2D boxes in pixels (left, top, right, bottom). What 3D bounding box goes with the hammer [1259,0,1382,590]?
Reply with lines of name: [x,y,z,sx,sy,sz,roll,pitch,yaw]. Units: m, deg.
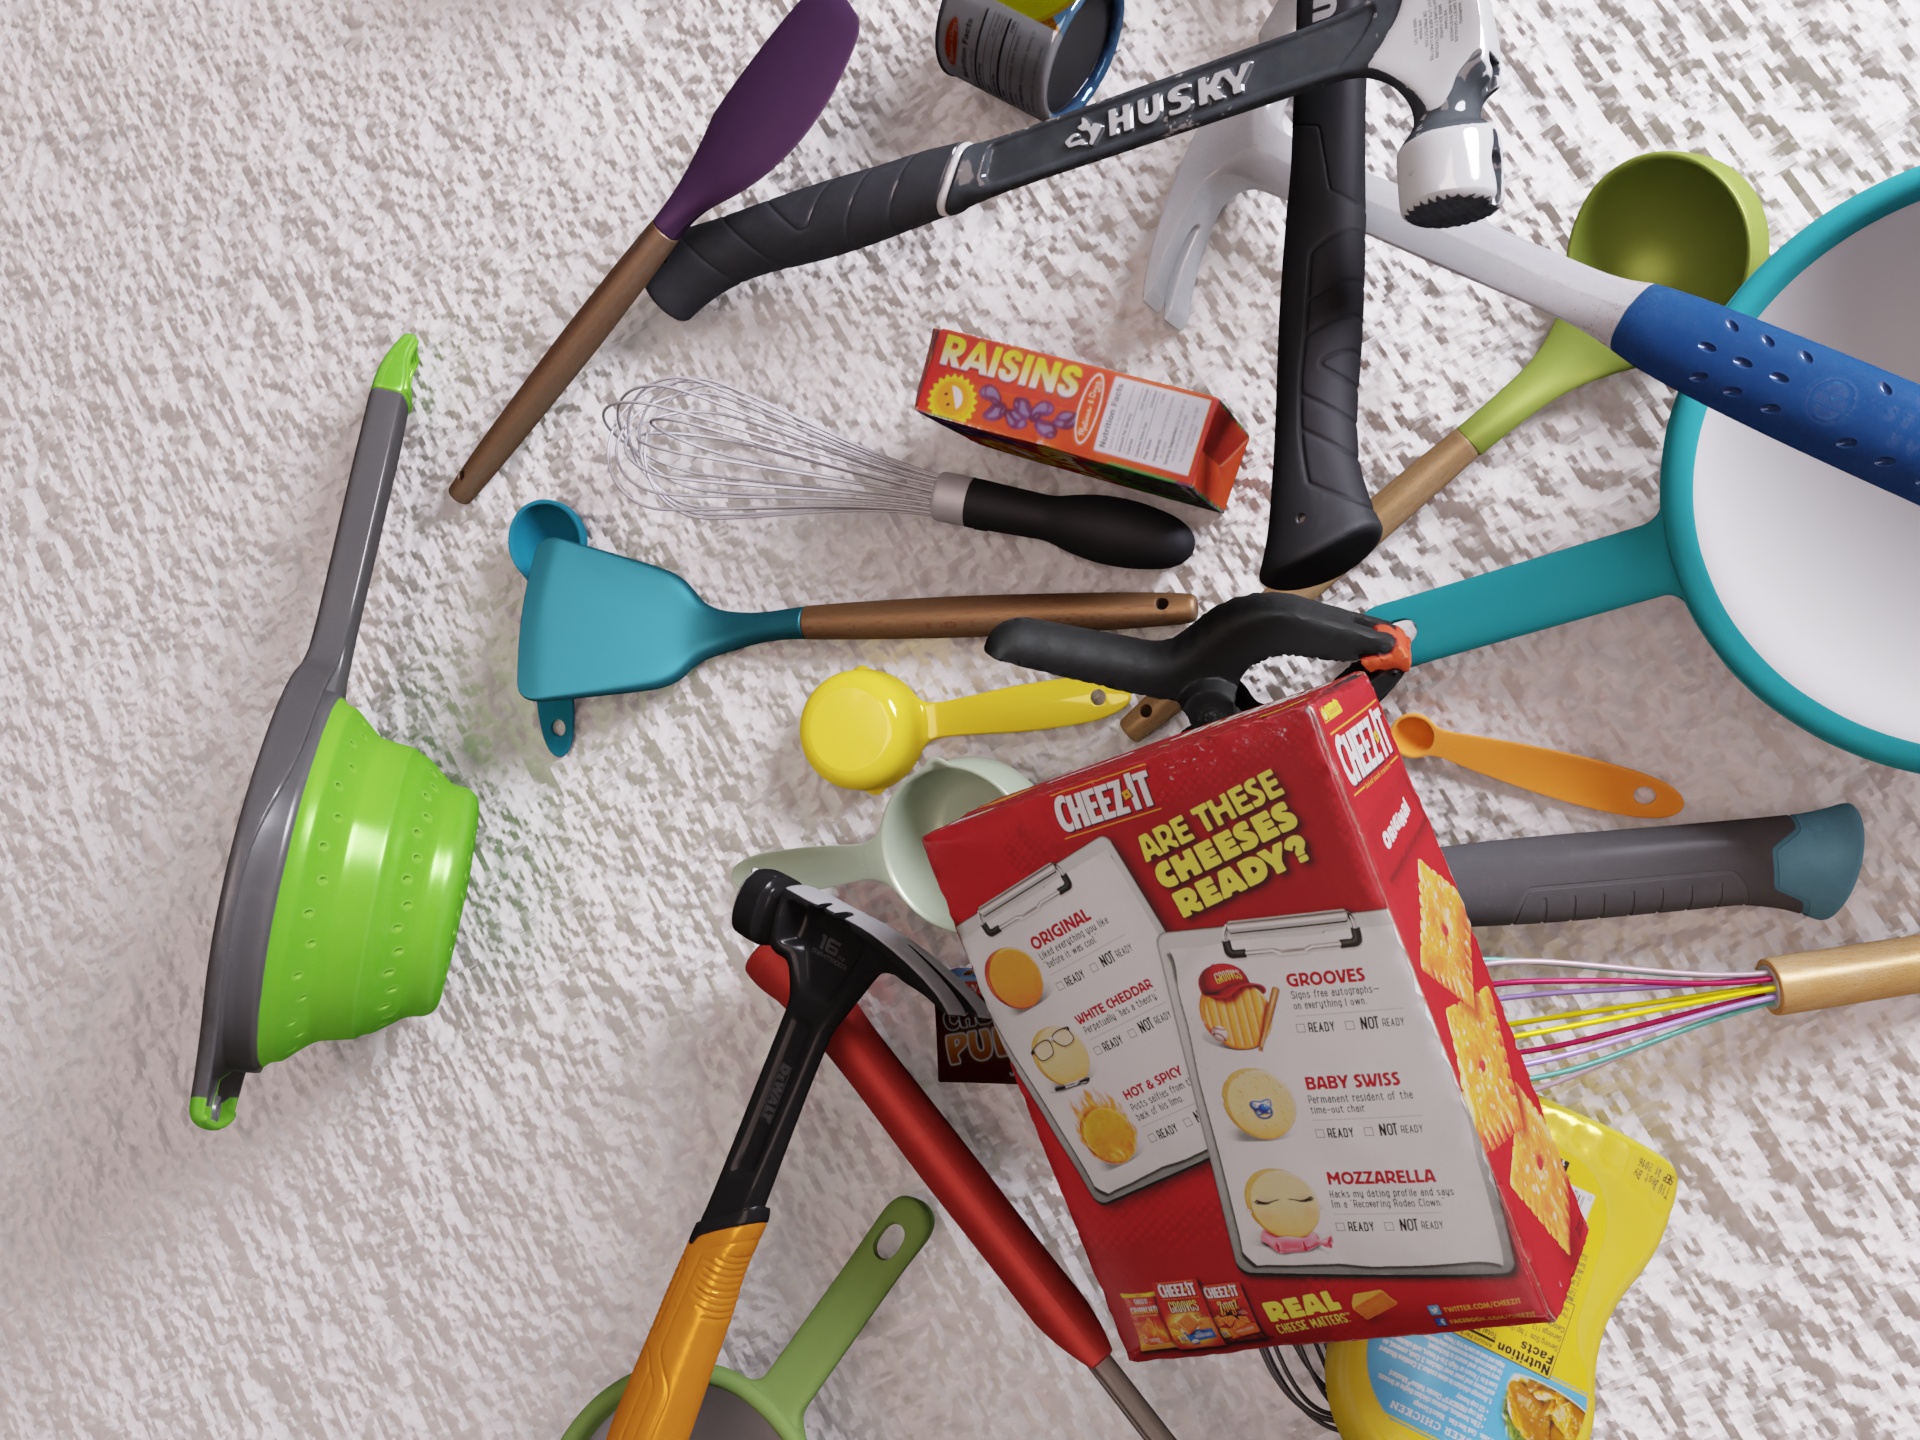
hammer: [0.137,-0.215,0.618,0.146,0.035,0.335,-2,78,36]

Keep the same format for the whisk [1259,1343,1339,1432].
whisk: [0.118,0.178,0.667,0.055,0.055,0.239,-27,76,16]

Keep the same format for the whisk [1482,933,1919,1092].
whisk: [0.279,0.102,0.596,0.245,0.047,0.051,-9,53,2]

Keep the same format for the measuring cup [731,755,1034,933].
measuring cup: [-0.032,0.060,0.729,0.167,0.038,0.083,-10,95,32]

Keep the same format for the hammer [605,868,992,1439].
hammer: [-0.100,0.239,0.671,0.127,0.034,0.337,23,92,35]

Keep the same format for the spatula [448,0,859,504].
spatula: [-0.152,-0.210,0.746,0.316,0.018,0.060,-42,59,26]

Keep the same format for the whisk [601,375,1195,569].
whisk: [-0.033,-0.106,0.723,0.284,0.070,0.070,14,93,13]

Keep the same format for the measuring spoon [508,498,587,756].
measuring spoon: [-0.201,-0.046,0.798,0.042,0.021,0.128,1,98,18]

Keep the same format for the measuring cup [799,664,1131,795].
measuring cup: [-0.001,-0.002,0.718,0.156,0.029,0.062,-8,86,20]

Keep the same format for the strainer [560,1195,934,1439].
strainer: [-0.085,0.330,0.729,0.152,0.069,0.256,33,83,28]

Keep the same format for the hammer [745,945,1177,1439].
hammer: [0.026,0.226,0.663,0.037,0.149,0.359,-36,70,-14]

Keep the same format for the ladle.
ladle: [0.182,-0.099,0.647,0.320,0.062,0.078,-42,63,16]

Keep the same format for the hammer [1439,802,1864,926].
hammer: [0.178,0.069,0.630,0.331,0.033,0.128,-6,95,9]

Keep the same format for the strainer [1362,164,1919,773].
strainer: [0.318,-0.070,0.593,0.340,0.095,0.211,-17,79,38]

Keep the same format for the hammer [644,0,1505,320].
hammer: [0.014,-0.234,0.656,0.409,0.036,0.149,-5,87,36]

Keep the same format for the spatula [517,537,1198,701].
spatula: [-0.051,-0.048,0.730,0.317,0.044,0.082,-1,74,17]

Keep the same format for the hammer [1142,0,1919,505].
hammer: [0.231,-0.144,0.576,0.406,0.035,0.144,40,104,36]

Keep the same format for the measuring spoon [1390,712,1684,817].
measuring spoon: [0.234,0.018,0.651,0.117,0.011,0.021,16,116,16]

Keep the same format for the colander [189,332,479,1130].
colander: [-0.275,0.001,0.777,0.094,0.204,0.397,11,74,-15]
